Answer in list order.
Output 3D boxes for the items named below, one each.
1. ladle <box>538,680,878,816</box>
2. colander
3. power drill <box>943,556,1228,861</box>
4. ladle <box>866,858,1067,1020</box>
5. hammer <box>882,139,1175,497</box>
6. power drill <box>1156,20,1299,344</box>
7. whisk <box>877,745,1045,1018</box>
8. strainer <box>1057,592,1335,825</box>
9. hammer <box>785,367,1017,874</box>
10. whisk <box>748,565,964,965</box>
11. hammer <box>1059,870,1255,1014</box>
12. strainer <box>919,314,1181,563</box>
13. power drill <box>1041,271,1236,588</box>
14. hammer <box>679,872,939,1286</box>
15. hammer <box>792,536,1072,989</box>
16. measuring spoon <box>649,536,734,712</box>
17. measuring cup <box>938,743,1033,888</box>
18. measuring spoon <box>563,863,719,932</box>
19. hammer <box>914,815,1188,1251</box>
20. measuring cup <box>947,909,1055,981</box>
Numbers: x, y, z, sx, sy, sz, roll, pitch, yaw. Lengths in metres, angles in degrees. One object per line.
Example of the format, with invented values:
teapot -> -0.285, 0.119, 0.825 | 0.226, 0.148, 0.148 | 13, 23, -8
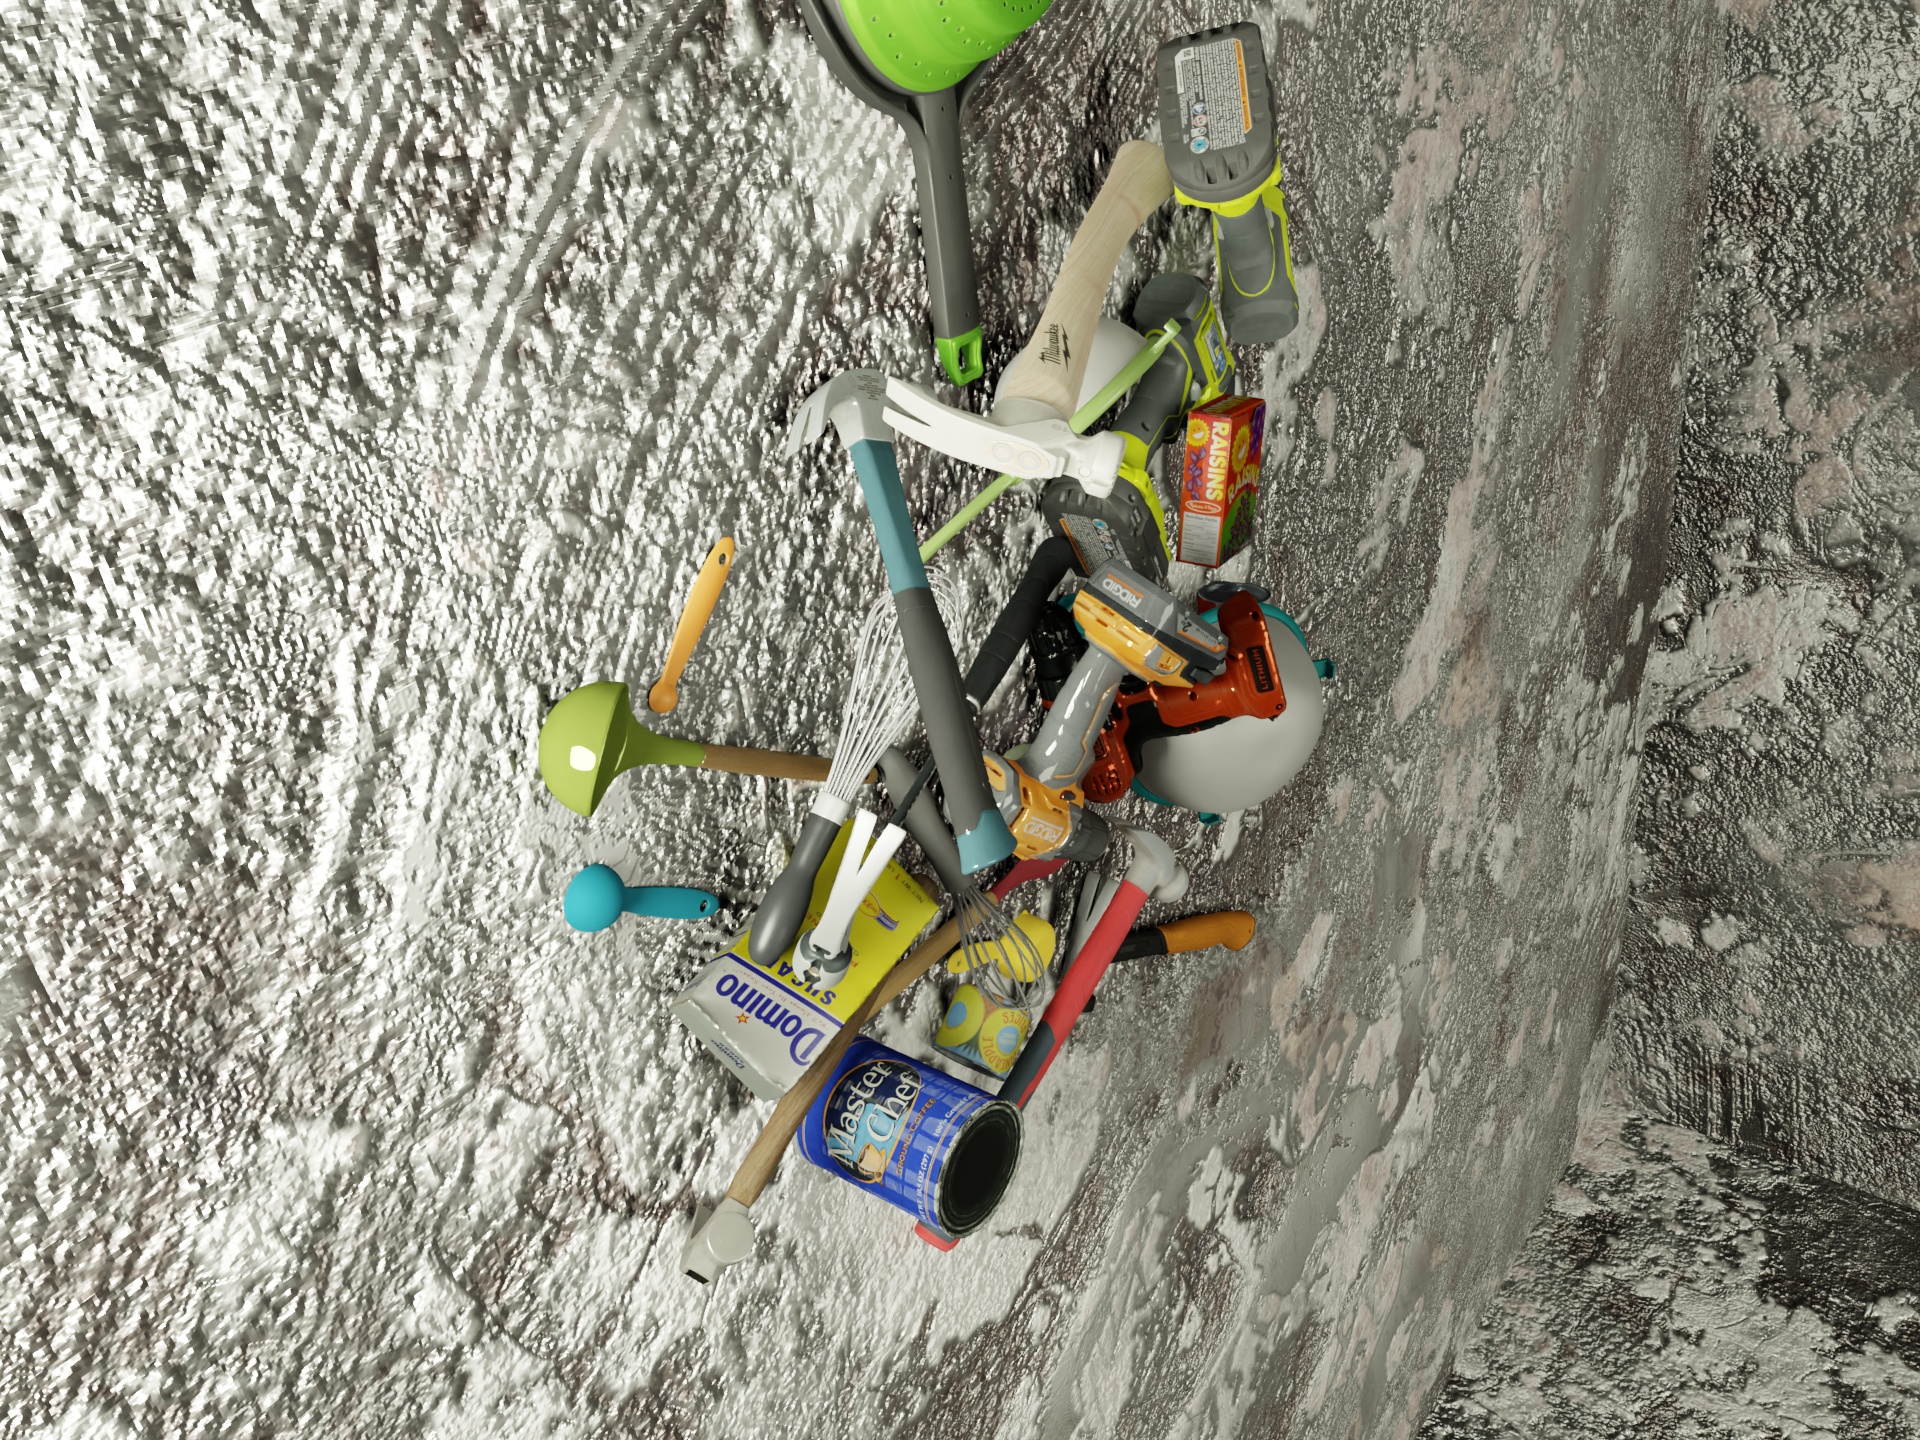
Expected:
ladle -> -0.138, 0.027, 0.993 | 0.320, 0.062, 0.078 | 10, 96, -57
colander -> 0.008, -0.400, 0.993 | 0.204, 0.094, 0.396 | -37, 131, -41
power drill -> 0.104, 0.009, 1.197 | 0.226, 0.084, 0.185 | -56, 144, 6
ladle -> 0.007, 0.154, 1.268 | 0.315, 0.031, 0.069 | -38, 134, -38
hammer -> 0.073, -0.296, 1.073 | 0.038, 0.146, 0.411 | 104, 5, -46
power drill -> 0.212, -0.424, 1.223 | 0.228, 0.080, 0.191 | 39, 45, -66
whisk -> -0.001, 0.121, 1.171 | 0.055, 0.055, 0.238 | -41, 111, -38
strainer -> 0.208, -0.016, 1.370 | 0.340, 0.095, 0.211 | 29, 102, -43
hammer -> -0.025, -0.067, 0.987 | 0.128, 0.033, 0.331 | -2, 72, -49
whisk -> -0.070, 0.029, 1.039 | 0.070, 0.070, 0.285 | 36, 75, -53
hammer -> 0.204, 0.205, 1.550 | 0.336, 0.034, 0.127 | 3, 101, -54
strainer -> 0.032, -0.206, 1.128 | 0.256, 0.151, 0.069 | -43, 99, -12
power drill -> 0.158, -0.222, 1.286 | 0.223, 0.080, 0.171 | -63, 148, -20
hammer -> -0.099, 0.240, 1.108 | 0.331, 0.031, 0.130 | -58, -176, -35
hammer -> -0.002, -0.004, 1.100 | 0.409, 0.036, 0.149 | -59, 176, -43
measuring spoon -> -0.160, -0.058, 0.966 | 0.021, 0.011, 0.117 | 33, 76, -54
measuring cup -> 0.025, 0.078, 1.253 | 0.167, 0.038, 0.083 | -39, 132, -37
measuring spoon -> -0.189, 0.114, 0.983 | 0.128, 0.021, 0.042 | 13, 92, -54
hammer -> 0.067, 0.264, 1.337 | 0.386, 0.038, 0.143 | -58, 145, -10
measuring cup -> 0.036, 0.193, 1.300 | 0.156, 0.029, 0.062 | 1, 105, -63
